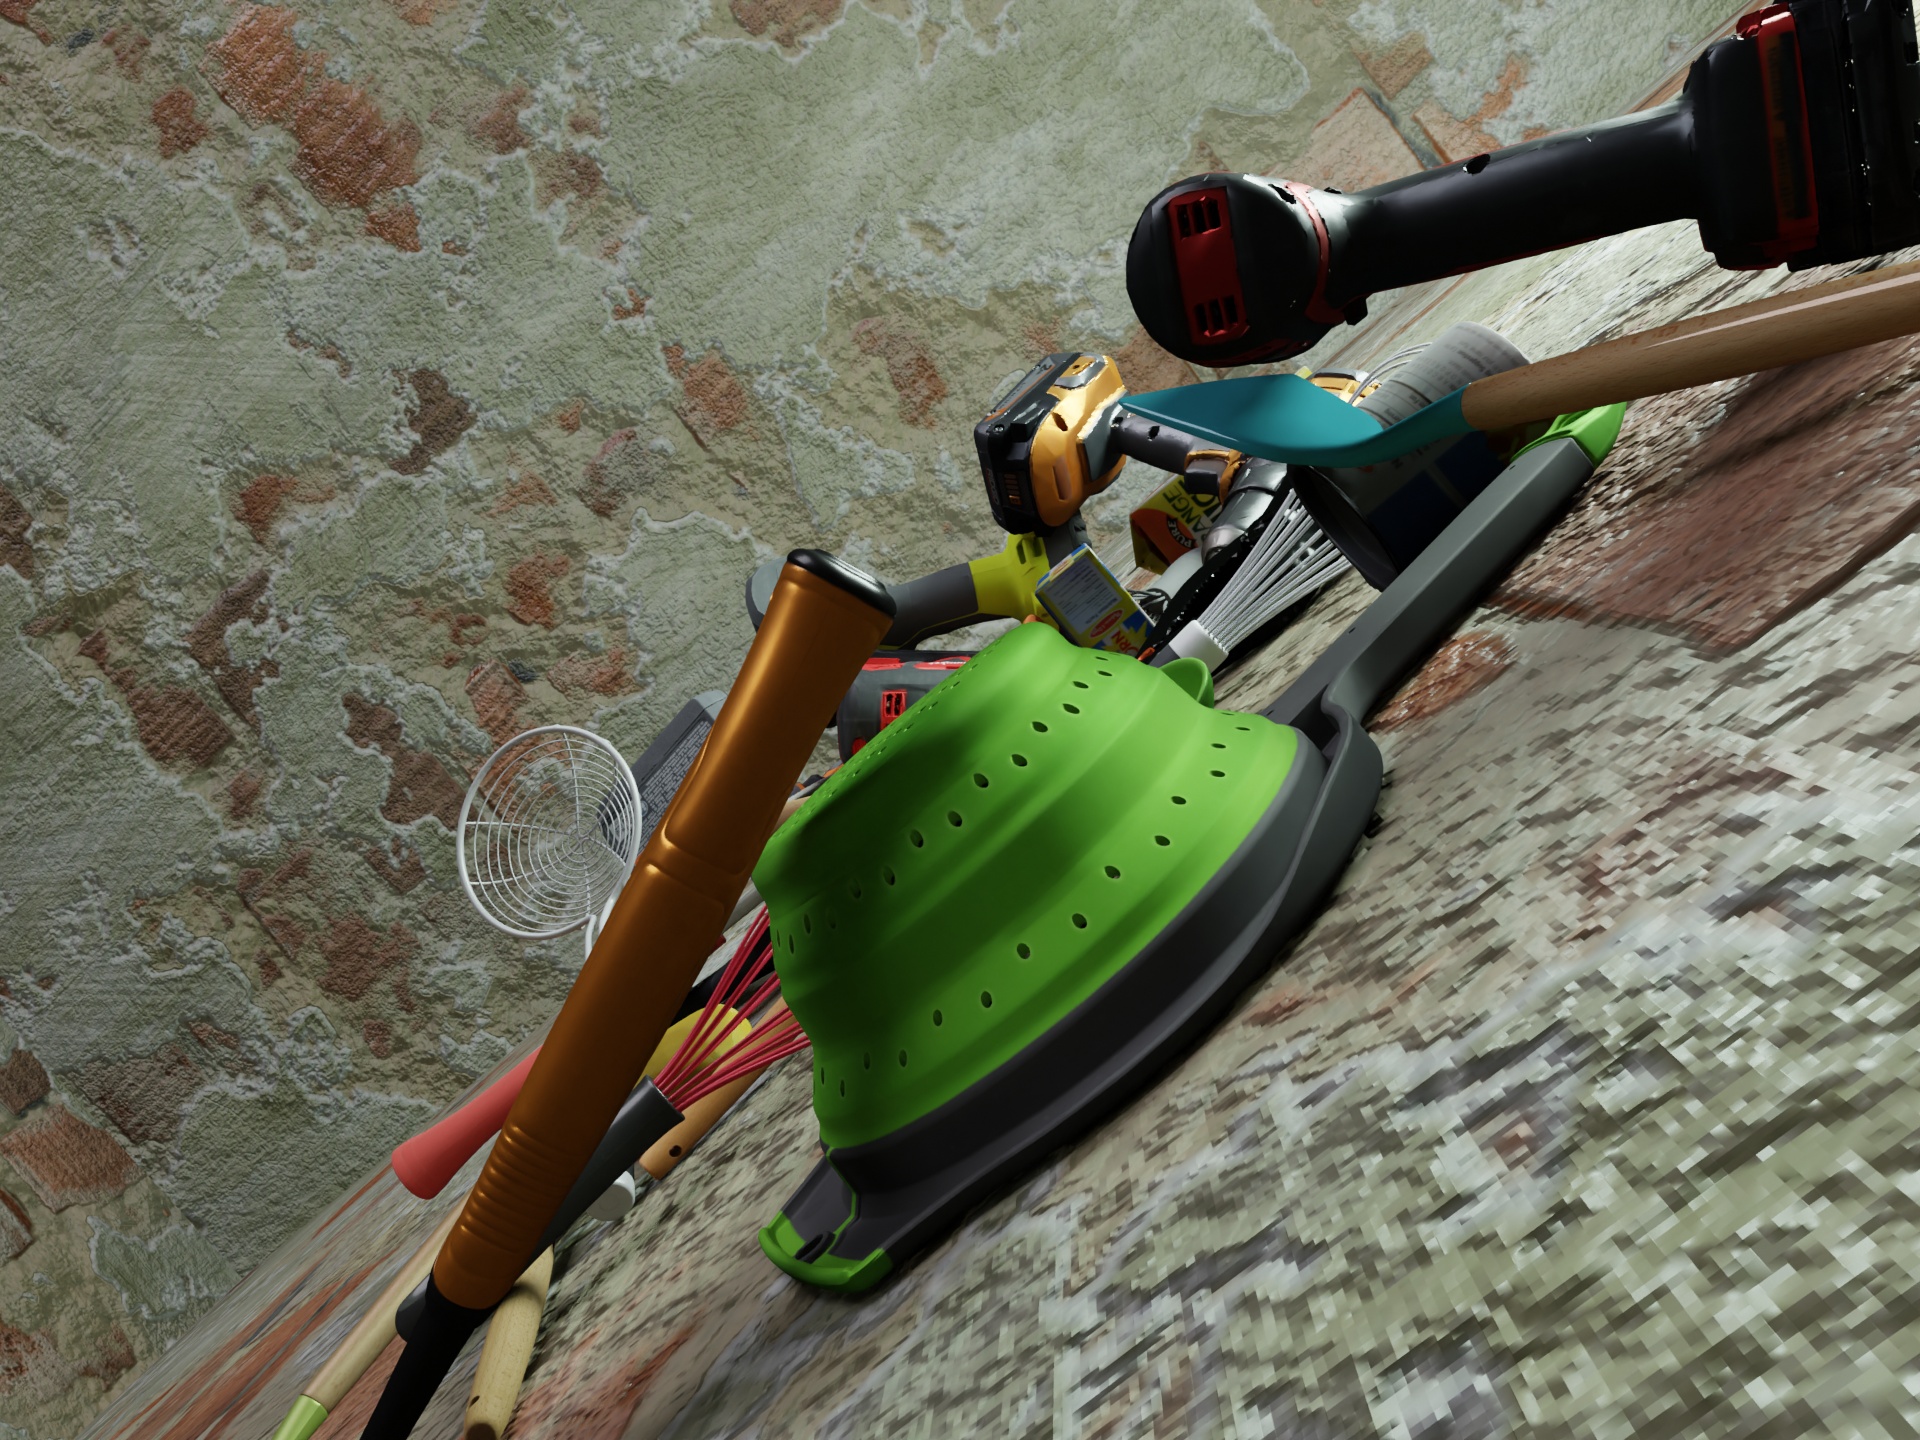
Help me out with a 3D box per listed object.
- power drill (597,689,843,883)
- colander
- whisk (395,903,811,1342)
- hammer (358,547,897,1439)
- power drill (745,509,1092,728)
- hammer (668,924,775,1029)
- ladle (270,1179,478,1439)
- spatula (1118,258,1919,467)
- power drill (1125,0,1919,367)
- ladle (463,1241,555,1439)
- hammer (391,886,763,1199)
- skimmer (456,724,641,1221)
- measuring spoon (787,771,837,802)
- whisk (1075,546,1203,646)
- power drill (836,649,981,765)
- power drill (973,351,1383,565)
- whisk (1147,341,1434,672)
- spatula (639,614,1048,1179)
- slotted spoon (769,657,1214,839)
[{"bbox_3d":[-0.114,0.051,1.054,0.164,0.084,0.226,-47,-26,11],"label":"power drill"},{"bbox_3d":[0.066,-0.012,0.481,0.397,0.094,0.204,-42,4,-22],"label":"colander"},{"bbox_3d":[-0.102,0.136,0.631,0.296,0.073,0.073,-41,4,-13],"label":"whisk"},{"bbox_3d":[-0.106,0.110,0.386,0.337,0.034,0.127,-62,5,-2],"label":"hammer"},{"bbox_3d":[-0.020,-0.060,1.066,0.223,0.080,0.171,-12,-29,-1],"label":"power drill"},{"bbox_3d":[-0.143,0.162,1.014,0.334,0.035,0.146,-37,4,39],"label":"hammer"},{"bbox_3d":[-0.266,0.262,0.680,0.078,0.062,0.320,-33,13,43],"label":"ladle"},{"bbox_3d":[0.169,-0.108,0.468,0.082,0.044,0.317,-14,6,-28],"label":"spatula"},{"bbox_3d":[0.180,-0.168,0.531,0.227,0.080,0.188,-9,10,23],"label":"power drill"},{"bbox_3d":[-0.178,0.229,0.656,0.069,0.031,0.315,-44,6,-8],"label":"ladle"},{"bbox_3d":[-0.185,0.157,0.925,0.359,0.036,0.149,-39,3,1],"label":"hammer"},{"bbox_3d":[-0.212,0.117,0.827,0.127,0.090,0.364,-43,26,6],"label":"skimmer"},{"bbox_3d":[-0.095,0.054,0.949,0.034,0.018,0.124,-52,-11,30],"label":"measuring spoon"},{"bbox_3d":[0.128,-0.078,1.027,0.055,0.055,0.239,-38,0,32],"label":"whisk"},{"bbox_3d":[-0.001,-0.003,0.907,0.143,0.078,0.220,0,2,-6],"label":"power drill"},{"bbox_3d":[0.121,-0.147,0.942,0.226,0.084,0.185,11,44,31],"label":"power drill"},{"bbox_3d":[0.128,-0.053,0.696,0.284,0.070,0.070,-45,3,11],"label":"whisk"},{"bbox_3d":[-0.035,0.084,0.749,0.322,0.081,0.041,-47,22,-17],"label":"spatula"},{"bbox_3d":[-0.009,0.029,0.713,0.314,0.031,0.070,-15,40,44],"label":"slotted spoon"}]
